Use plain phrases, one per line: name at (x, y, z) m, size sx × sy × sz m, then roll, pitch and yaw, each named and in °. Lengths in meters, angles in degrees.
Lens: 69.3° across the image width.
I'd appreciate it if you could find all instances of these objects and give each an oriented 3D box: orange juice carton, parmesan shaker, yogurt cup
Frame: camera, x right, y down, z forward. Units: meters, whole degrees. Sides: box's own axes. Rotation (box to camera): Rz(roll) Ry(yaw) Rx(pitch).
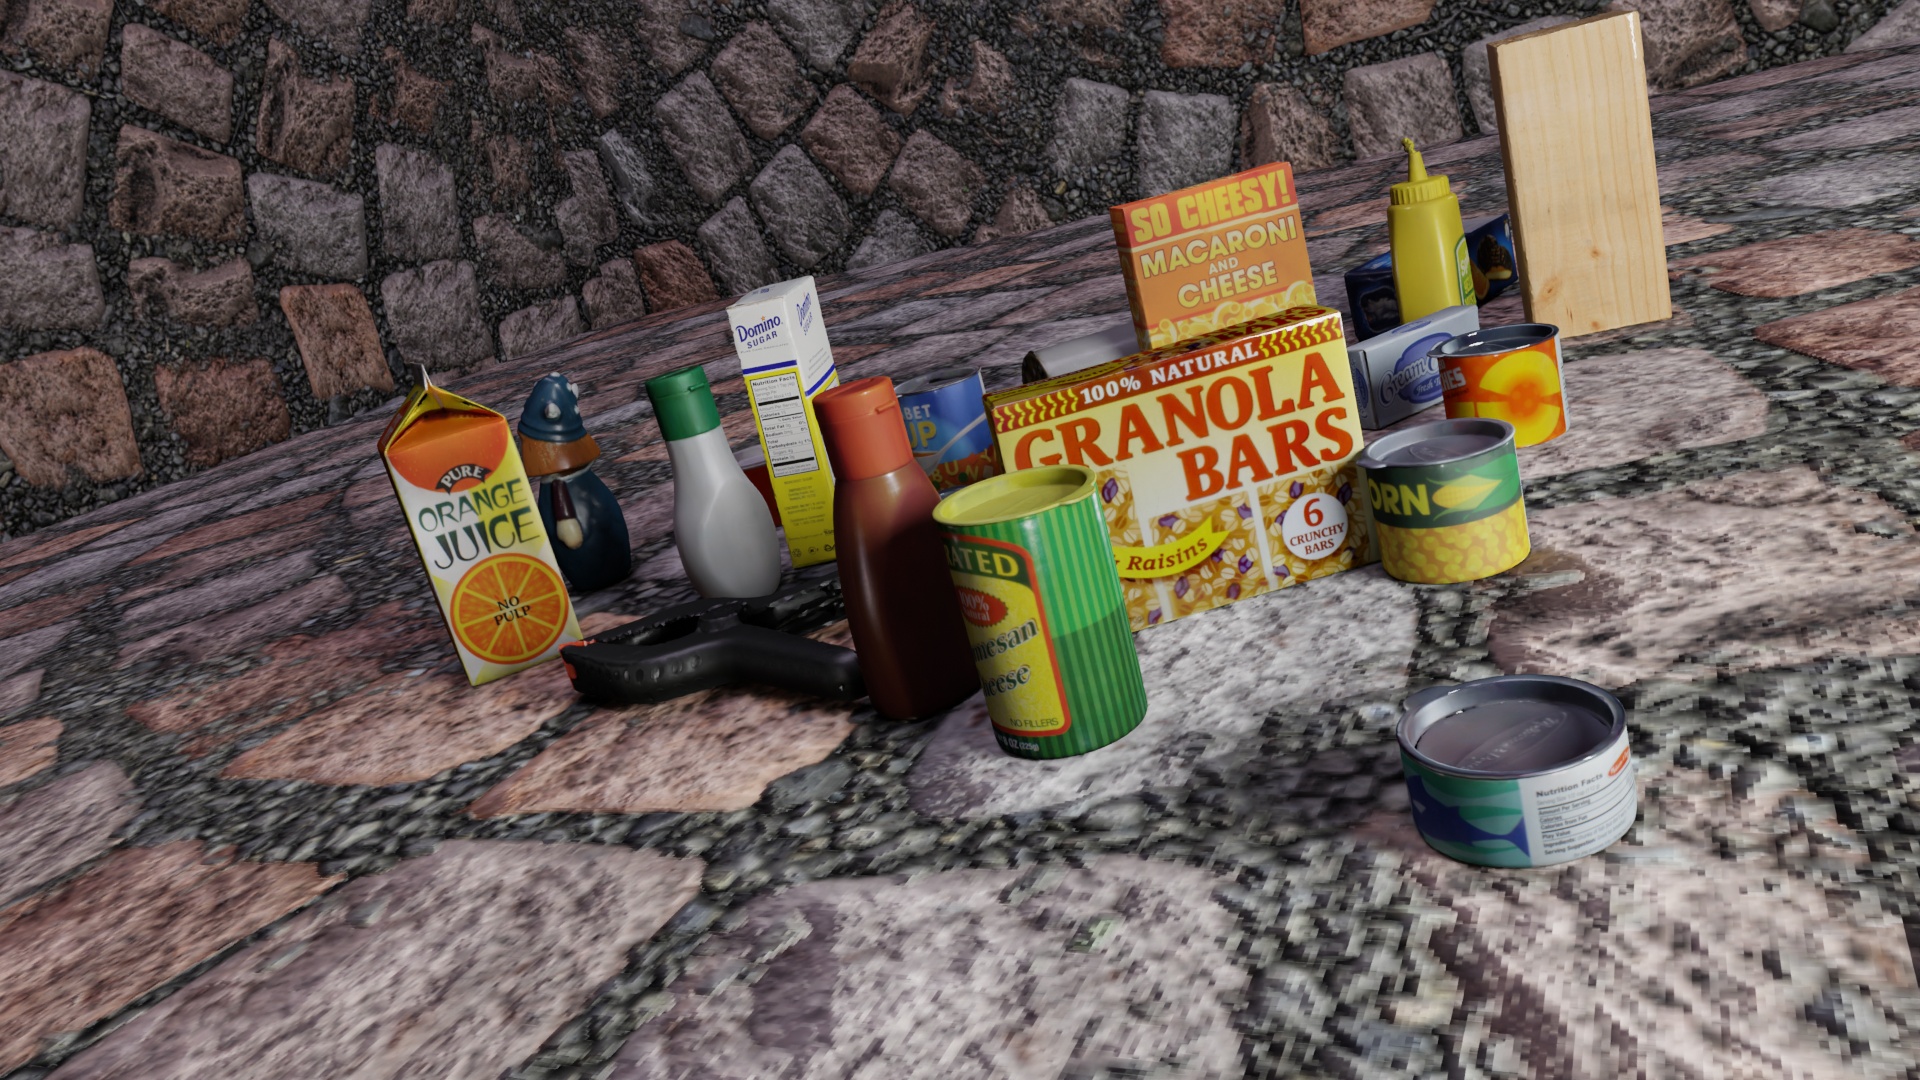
orange juice carton at (-0.300, -0.017, 0.849) m, size 0.073 × 0.192 × 0.072 m, roll -21°, pitch 17°, yaw -21°
parmesan shaker at (0.035, 0.029, 0.559) m, size 0.071 × 0.102 × 0.071 m, roll -14°, pitch 16°, yaw 4°
yogurt cup at (-0.146, -0.041, 1.045) m, size 0.072 × 0.053 × 0.072 m, roll -14°, pitch 16°, yaw 4°

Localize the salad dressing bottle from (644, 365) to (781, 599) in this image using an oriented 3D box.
salad dressing bottle at (-0.154, -0.032, 0.854) m, size 0.044 × 0.147 × 0.064 m, roll 0°, pitch 21°, yaw 42°

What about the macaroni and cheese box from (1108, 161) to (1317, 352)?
macaroni and cheese box at (0.182, -0.166, 0.972) m, size 0.124 × 0.166 × 0.040 m, roll -16°, pitch 16°, yaw -5°

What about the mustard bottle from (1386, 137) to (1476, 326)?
mustard bottle at (0.328, -0.202, 0.973) m, size 0.049 × 0.159 × 0.065 m, roll -5°, pitch 18°, yaw 31°

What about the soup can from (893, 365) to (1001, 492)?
soup can at (-0.010, -0.073, 0.980) m, size 0.071 × 0.083 × 0.071 m, roll -14°, pitch 16°, yaw 4°

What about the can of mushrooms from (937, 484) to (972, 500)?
can of mushrooms at (0.003, -0.011, 0.846) m, size 0.071 × 0.033 × 0.071 m, roll -14°, pitch 16°, yaw 4°

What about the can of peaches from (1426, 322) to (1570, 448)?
can of peaches at (0.305, -0.086, 0.788) m, size 0.071 × 0.058 × 0.071 m, roll -14°, pitch 16°, yaw 4°

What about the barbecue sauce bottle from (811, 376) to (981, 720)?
barbecue sauce bottle at (-0.029, 0.002, 0.624) m, size 0.043 × 0.148 × 0.065 m, roll 0°, pitch 22°, yaw 43°

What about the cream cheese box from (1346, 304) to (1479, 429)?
cream cheese box at (0.293, -0.112, 0.893) m, size 0.104 × 0.053 × 0.024 m, roll -22°, pitch 17°, yaw -24°

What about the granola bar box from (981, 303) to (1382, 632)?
granola bar box at (0.105, -0.030, 0.655) m, size 0.166 × 0.124 × 0.039 m, roll -16°, pitch 16°, yaw -4°

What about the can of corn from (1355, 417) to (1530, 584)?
can of corn at (0.219, -0.018, 0.632) m, size 0.071 × 0.058 × 0.071 m, roll -14°, pitch 16°, yaw 4°

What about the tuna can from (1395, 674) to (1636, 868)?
tuna can at (0.169, 0.069, 0.429) m, size 0.071 × 0.032 × 0.071 m, roll -14°, pitch 16°, yaw 4°
